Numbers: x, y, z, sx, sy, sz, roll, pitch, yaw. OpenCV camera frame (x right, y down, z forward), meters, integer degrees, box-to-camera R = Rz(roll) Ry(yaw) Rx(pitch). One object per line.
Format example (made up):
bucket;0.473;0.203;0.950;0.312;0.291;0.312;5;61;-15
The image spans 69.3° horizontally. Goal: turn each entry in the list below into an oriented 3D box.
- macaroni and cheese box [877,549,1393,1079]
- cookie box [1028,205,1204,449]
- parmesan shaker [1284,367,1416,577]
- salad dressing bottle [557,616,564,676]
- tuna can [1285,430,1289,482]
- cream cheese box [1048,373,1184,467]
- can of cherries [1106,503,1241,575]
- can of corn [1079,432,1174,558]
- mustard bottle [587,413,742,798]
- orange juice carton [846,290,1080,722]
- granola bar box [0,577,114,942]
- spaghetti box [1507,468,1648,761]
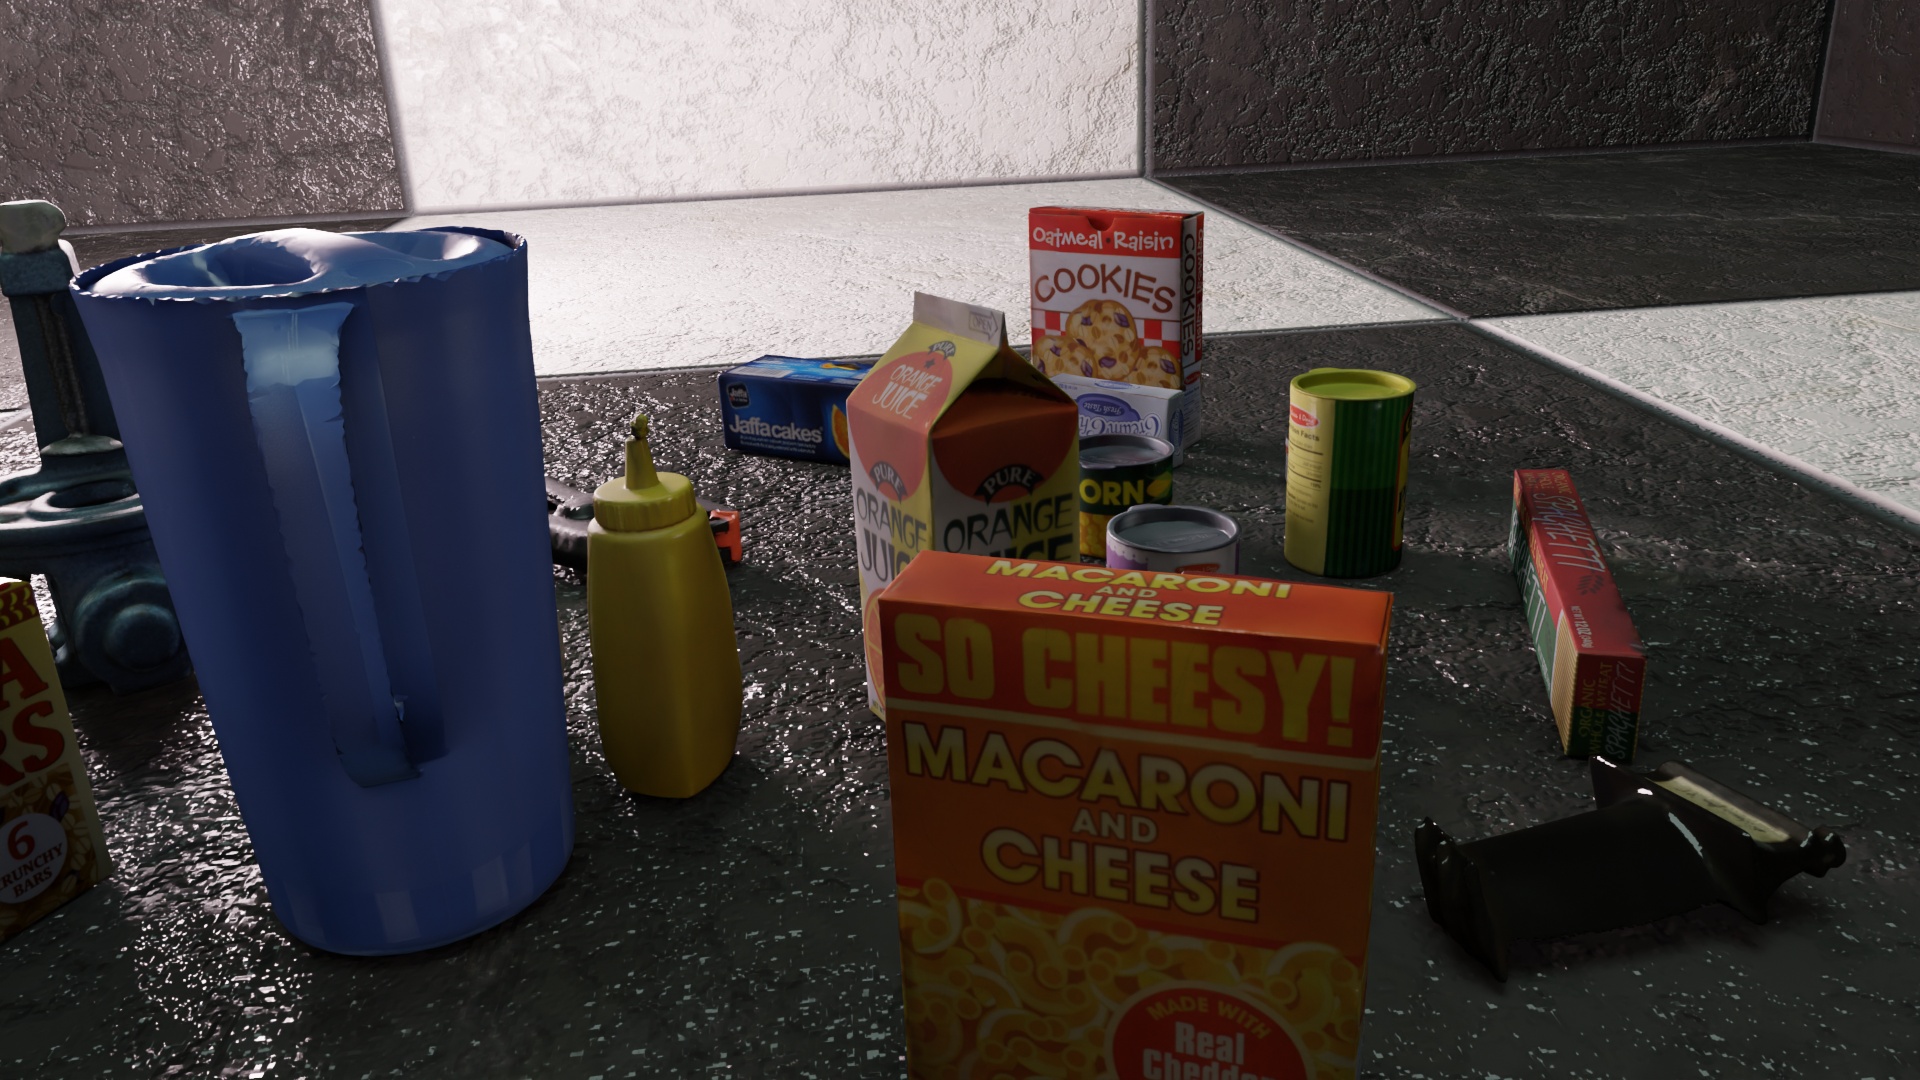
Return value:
macaroni and cheese box;0.045;0.089;0.369;0.124;0.165;0.040;5;21;18
cookie box;0.112;-0.156;1.008;0.123;0.166;0.040;11;24;31
parmesan shaker;0.216;-0.039;0.778;0.071;0.102;0.071;-2;20;1
salad dressing bottle;-0.213;0.017;0.614;0.064;0.147;0.044;-15;24;-31
tuna can;0.249;-0.054;0.911;0.071;0.032;0.071;-2;21;1
cream cheese box;0.108;-0.084;0.979;0.104;0.053;0.024;13;26;36
can of cherries;0.106;0.019;0.699;0.071;0.058;0.072;-2;21;1
can of corn;0.092;-0.026;0.820;0.071;0.058;0.071;-2;21;1
mustard bottle;-0.123;0.024;0.568;0.049;0.159;0.065;3;21;14
orange juice carton;0.002;-0.007;0.591;0.073;0.191;0.072;-14;23;-28
granola bar box;-0.375;0.098;0.450;0.039;0.123;0.166;5;22;20
spaghetti box;0.294;0.025;0.675;0.029;0.050;0.251;3;21;15
